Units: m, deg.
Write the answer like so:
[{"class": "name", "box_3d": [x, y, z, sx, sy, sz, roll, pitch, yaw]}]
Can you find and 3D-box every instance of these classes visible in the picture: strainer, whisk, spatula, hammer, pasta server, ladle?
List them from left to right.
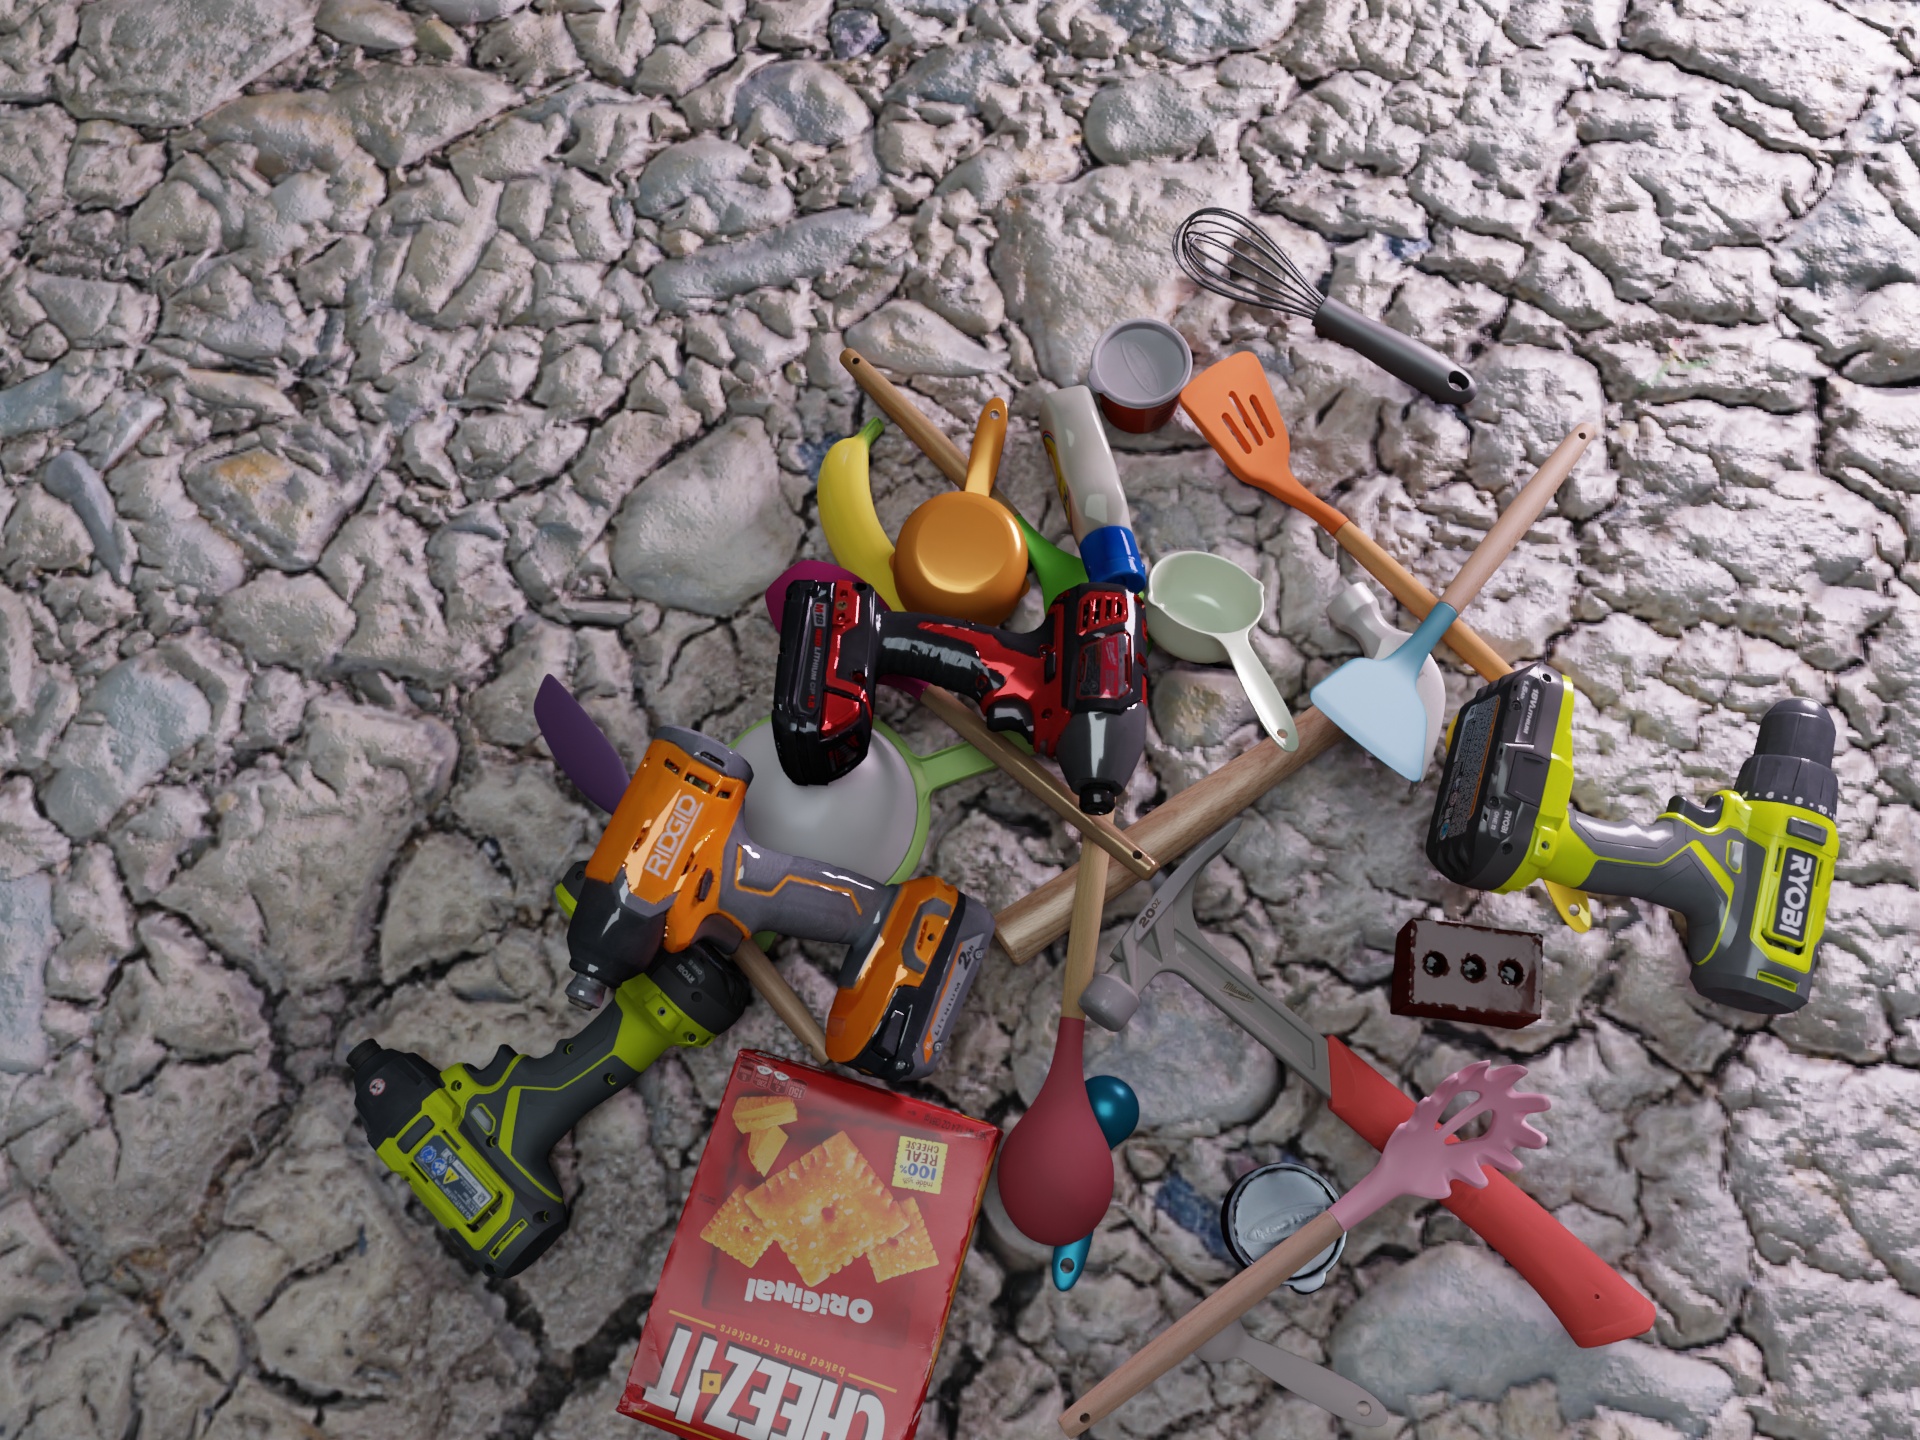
[{"class": "spatula", "box_3d": [-0.180, 0.095, 1.013, 0.018, 0.059, 0.316, -24, 65, -45]}, {"class": "strainer", "box_3d": [-0.047, 0.035, 1.010, 0.256, 0.069, 0.152, -20, 72, 0]}, {"class": "ladle", "box_3d": [0.073, 0.154, 0.959, 0.069, 0.031, 0.315, 7, 77, 8]}, {"class": "hammer", "box_3d": [0.164, 0.051, 1.007, 0.331, 0.031, 0.130, -34, 72, -6]}, {"class": "pasta server", "box_3d": [0.184, 0.290, 0.864, 0.316, 0.040, 0.060, -35, 84, -6]}, {"class": "whisk", "box_3d": [0.252, -0.285, 1.102, 0.239, 0.055, 0.055, 33, 78, 9]}, {"class": "spatula", "box_3d": [0.272, -0.115, 1.045, 0.081, 0.041, 0.323, -35, 73, -30]}, {"class": "hammer", "box_3d": [0.249, 0.221, 0.922, 0.359, 0.036, 0.149, 39, 73, 8]}, {"class": "spatula", "box_3d": [0.328, -0.090, 1.008, 0.082, 0.044, 0.317, 39, 69, 5]}]

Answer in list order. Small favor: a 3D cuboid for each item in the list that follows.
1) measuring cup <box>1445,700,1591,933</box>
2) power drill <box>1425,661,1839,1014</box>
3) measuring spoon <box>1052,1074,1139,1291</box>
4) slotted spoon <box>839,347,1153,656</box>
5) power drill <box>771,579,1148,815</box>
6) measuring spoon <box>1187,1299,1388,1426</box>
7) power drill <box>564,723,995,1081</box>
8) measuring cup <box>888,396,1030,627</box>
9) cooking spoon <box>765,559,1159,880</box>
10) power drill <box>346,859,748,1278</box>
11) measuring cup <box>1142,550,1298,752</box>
[{"class": "measuring cup", "box_3d": [0.353, 0.060, 0.997, 0.062, 0.029, 0.156, -22, 84, -6]}, {"class": "power drill", "box_3d": [0.412, 0.051, 0.949, 0.228, 0.080, 0.191, 19, 76, -3]}, {"class": "measuring spoon", "box_3d": [0.076, 0.274, 0.947, 0.042, 0.021, 0.129, 13, 72, 9]}, {"class": "slotted spoon", "box_3d": [0.017, -0.151, 1.087, 0.070, 0.031, 0.314, -38, 72, -13]}, {"class": "power drill", "box_3d": [0.003, -0.014, 0.953, 0.219, 0.078, 0.143, 2, 64, 2]}, {"class": "measuring spoon", "box_3d": [0.187, 0.371, 0.910, 0.124, 0.018, 0.034, 24, 76, 11]}, {"class": "power drill", "box_3d": [-0.110, 0.125, 0.916, 0.226, 0.084, 0.164, 31, 71, -17]}, {"class": "measuring cup", "box_3d": [0.009, -0.144, 1.038, 0.095, 0.052, 0.174, 12, 75, 1]}, {"class": "cooking spoon", "box_3d": [-0.002, -0.003, 0.998, 0.319, 0.017, 0.069, 39, 69, 19]}, {"class": "power drill", "box_3d": [-0.256, 0.199, 0.974, 0.171, 0.080, 0.223, 42, 83, 15]}, {"class": "measuring cup", "box_3d": [0.169, -0.036, 1.008, 0.083, 0.038, 0.168, -9, 54, -19]}]
